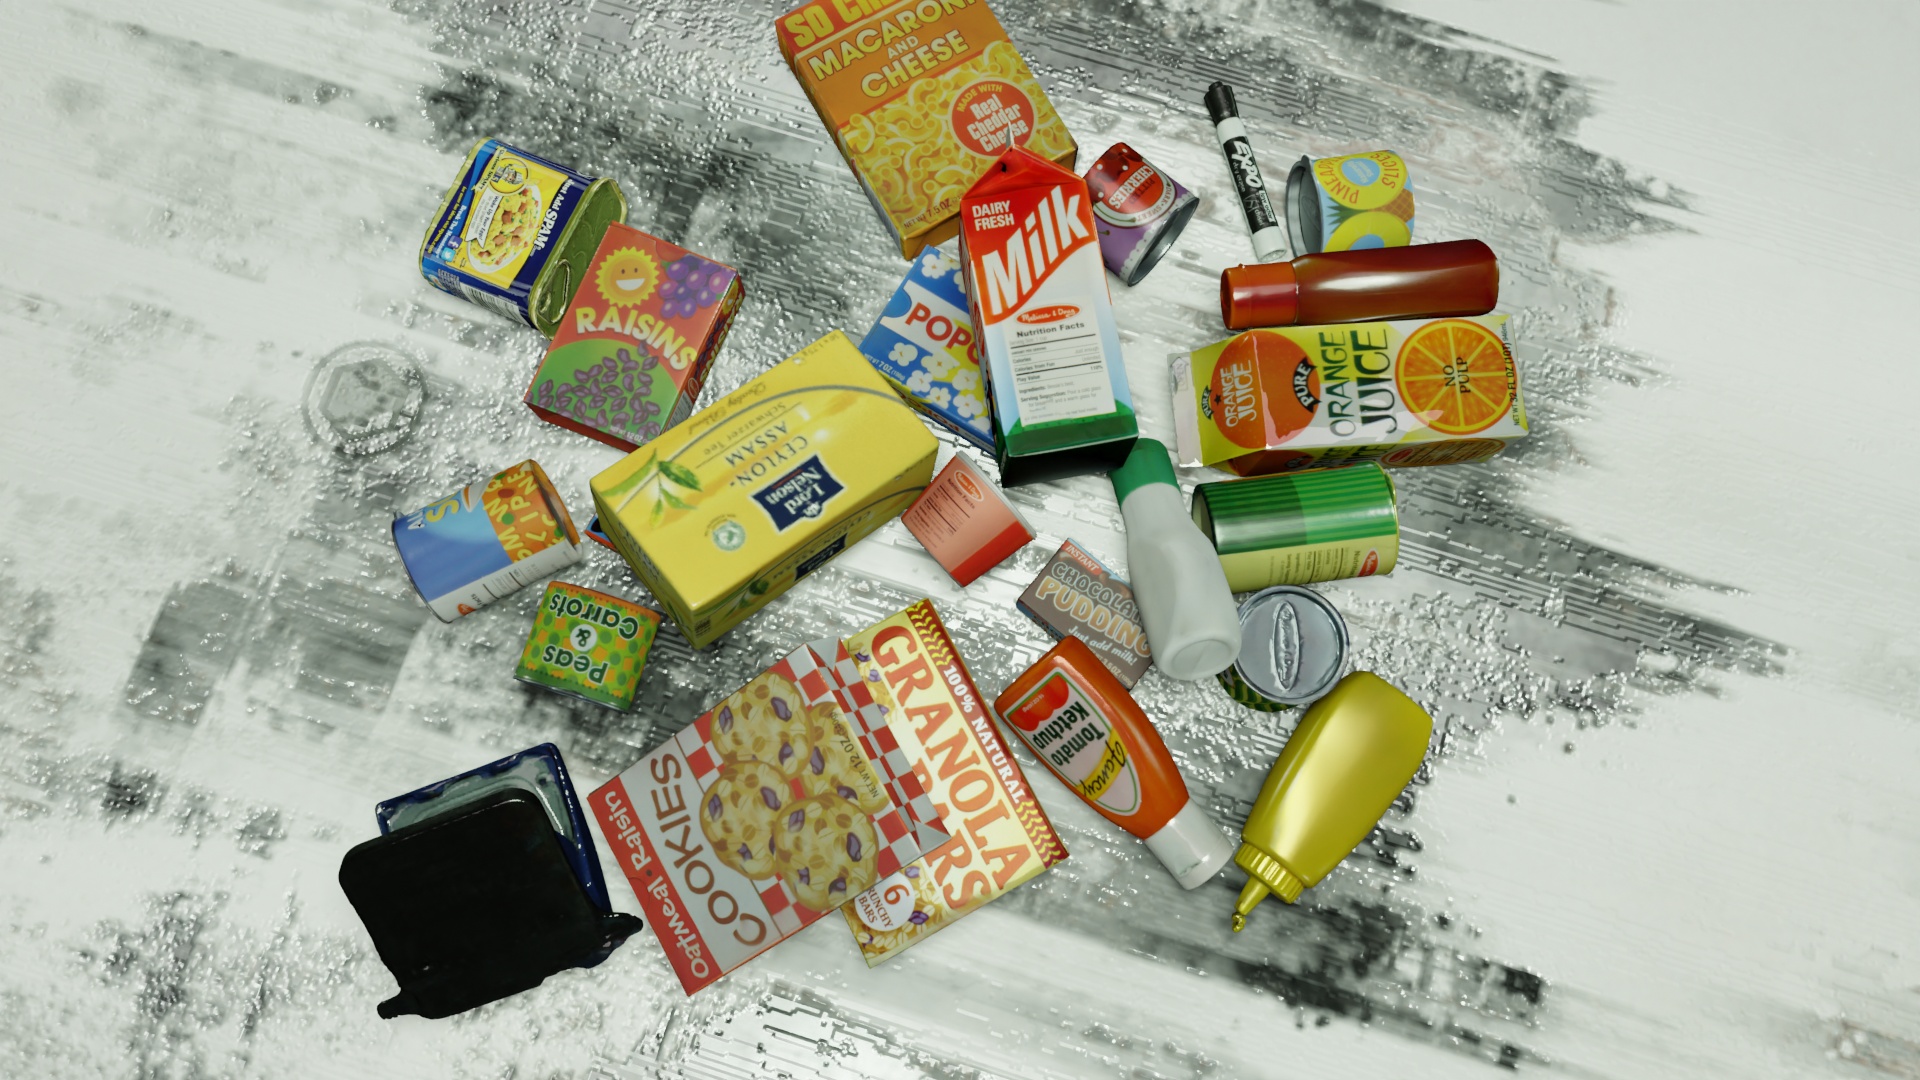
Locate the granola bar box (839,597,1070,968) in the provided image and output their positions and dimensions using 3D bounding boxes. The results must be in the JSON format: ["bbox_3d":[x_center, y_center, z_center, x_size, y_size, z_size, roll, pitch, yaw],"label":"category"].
[{"bbox_3d":[-0.033,0.133,0.775,0.124,0.039,0.166,-28,79,-7],"label":"granola bar box"}]

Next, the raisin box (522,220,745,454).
[{"bbox_3d":[-0.193,-0.118,0.830,0.086,0.040,0.123,21,77,5],"label":"raisin box"}]

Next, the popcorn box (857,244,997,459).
[{"bbox_3d":[0.012,-0.106,0.830,0.127,0.038,0.085,31,80,6],"label":"popcorn box"}]

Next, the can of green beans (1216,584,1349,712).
[{"bbox_3d":[0.179,0.062,0.783,0.071,0.057,0.071,0,78,0],"label":"can of green beans"}]

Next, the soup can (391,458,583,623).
[{"bbox_3d":[-0.269,-0.003,0.789,0.084,0.071,0.071,-26,79,-7],"label":"soup can"}]

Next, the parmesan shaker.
[{"bbox_3d":[0.189,-0.008,0.792,0.103,0.071,0.071,-7,78,-2],"label":"parmesan shaker"}]

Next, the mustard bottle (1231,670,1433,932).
[{"bbox_3d":[0.194,0.148,0.769,0.065,0.048,0.160,39,80,4],"label":"mustard bottle"}]

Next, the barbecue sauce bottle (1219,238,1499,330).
[{"bbox_3d":[0.227,-0.146,0.801,0.149,0.065,0.043,-5,108,1],"label":"barbecue sauce bottle"}]

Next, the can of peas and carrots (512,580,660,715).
[{"bbox_3d":[-0.208,0.059,0.774,0.071,0.071,0.059,16,78,3],"label":"can of peas and carrots"}]

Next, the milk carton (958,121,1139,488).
[{"bbox_3d":[0.043,-0.133,0.779,0.073,0.072,0.191,-10,79,-3],"label":"milk carton"}]

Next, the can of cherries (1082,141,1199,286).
[{"bbox_3d":[0.101,-0.197,0.834,0.058,0.071,0.071,40,80,8],"label":"can of cherries"}]

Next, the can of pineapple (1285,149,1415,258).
[{"bbox_3d":[0.234,-0.200,0.837,0.058,0.071,0.071,-9,78,-3],"label":"can of pineapple"}]

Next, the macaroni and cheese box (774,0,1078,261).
[{"bbox_3d":[-0.022,-0.276,0.866,0.124,0.040,0.166,-29,80,-7],"label":"macaroni and cheese box"}]

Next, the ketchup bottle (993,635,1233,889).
[{"bbox_3d":[0.089,0.125,0.770,0.149,0.044,0.064,48,121,4],"label":"ketchup bottle"}]

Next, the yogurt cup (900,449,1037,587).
[{"bbox_3d":[0.003,-0.010,0.796,0.054,0.072,0.072,-42,81,0],"label":"yogurt cup"}]

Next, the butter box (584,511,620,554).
[{"bbox_3d":[-0.161,-0.002,0.812,0.103,0.024,0.053,28,78,5],"label":"butter box"}]

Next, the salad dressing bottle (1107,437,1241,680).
[{"bbox_3d":[0.115,0.006,0.773,0.044,0.064,0.148,0,49,-13],"label":"salad dressing bottle"}]

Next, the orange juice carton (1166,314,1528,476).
[{"bbox_3d":[0.219,-0.081,0.808,0.193,0.073,0.072,-3,79,-1],"label":"orange juice carton"}]

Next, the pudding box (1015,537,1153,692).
[{"bbox_3d":[0.079,0.044,0.801,0.084,0.030,0.050,40,79,8],"label":"pudding box"}]

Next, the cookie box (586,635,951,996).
[{"bbox_3d":[-0.106,0.147,0.736,0.167,0.040,0.123,-35,78,20],"label":"cookie box"}]
